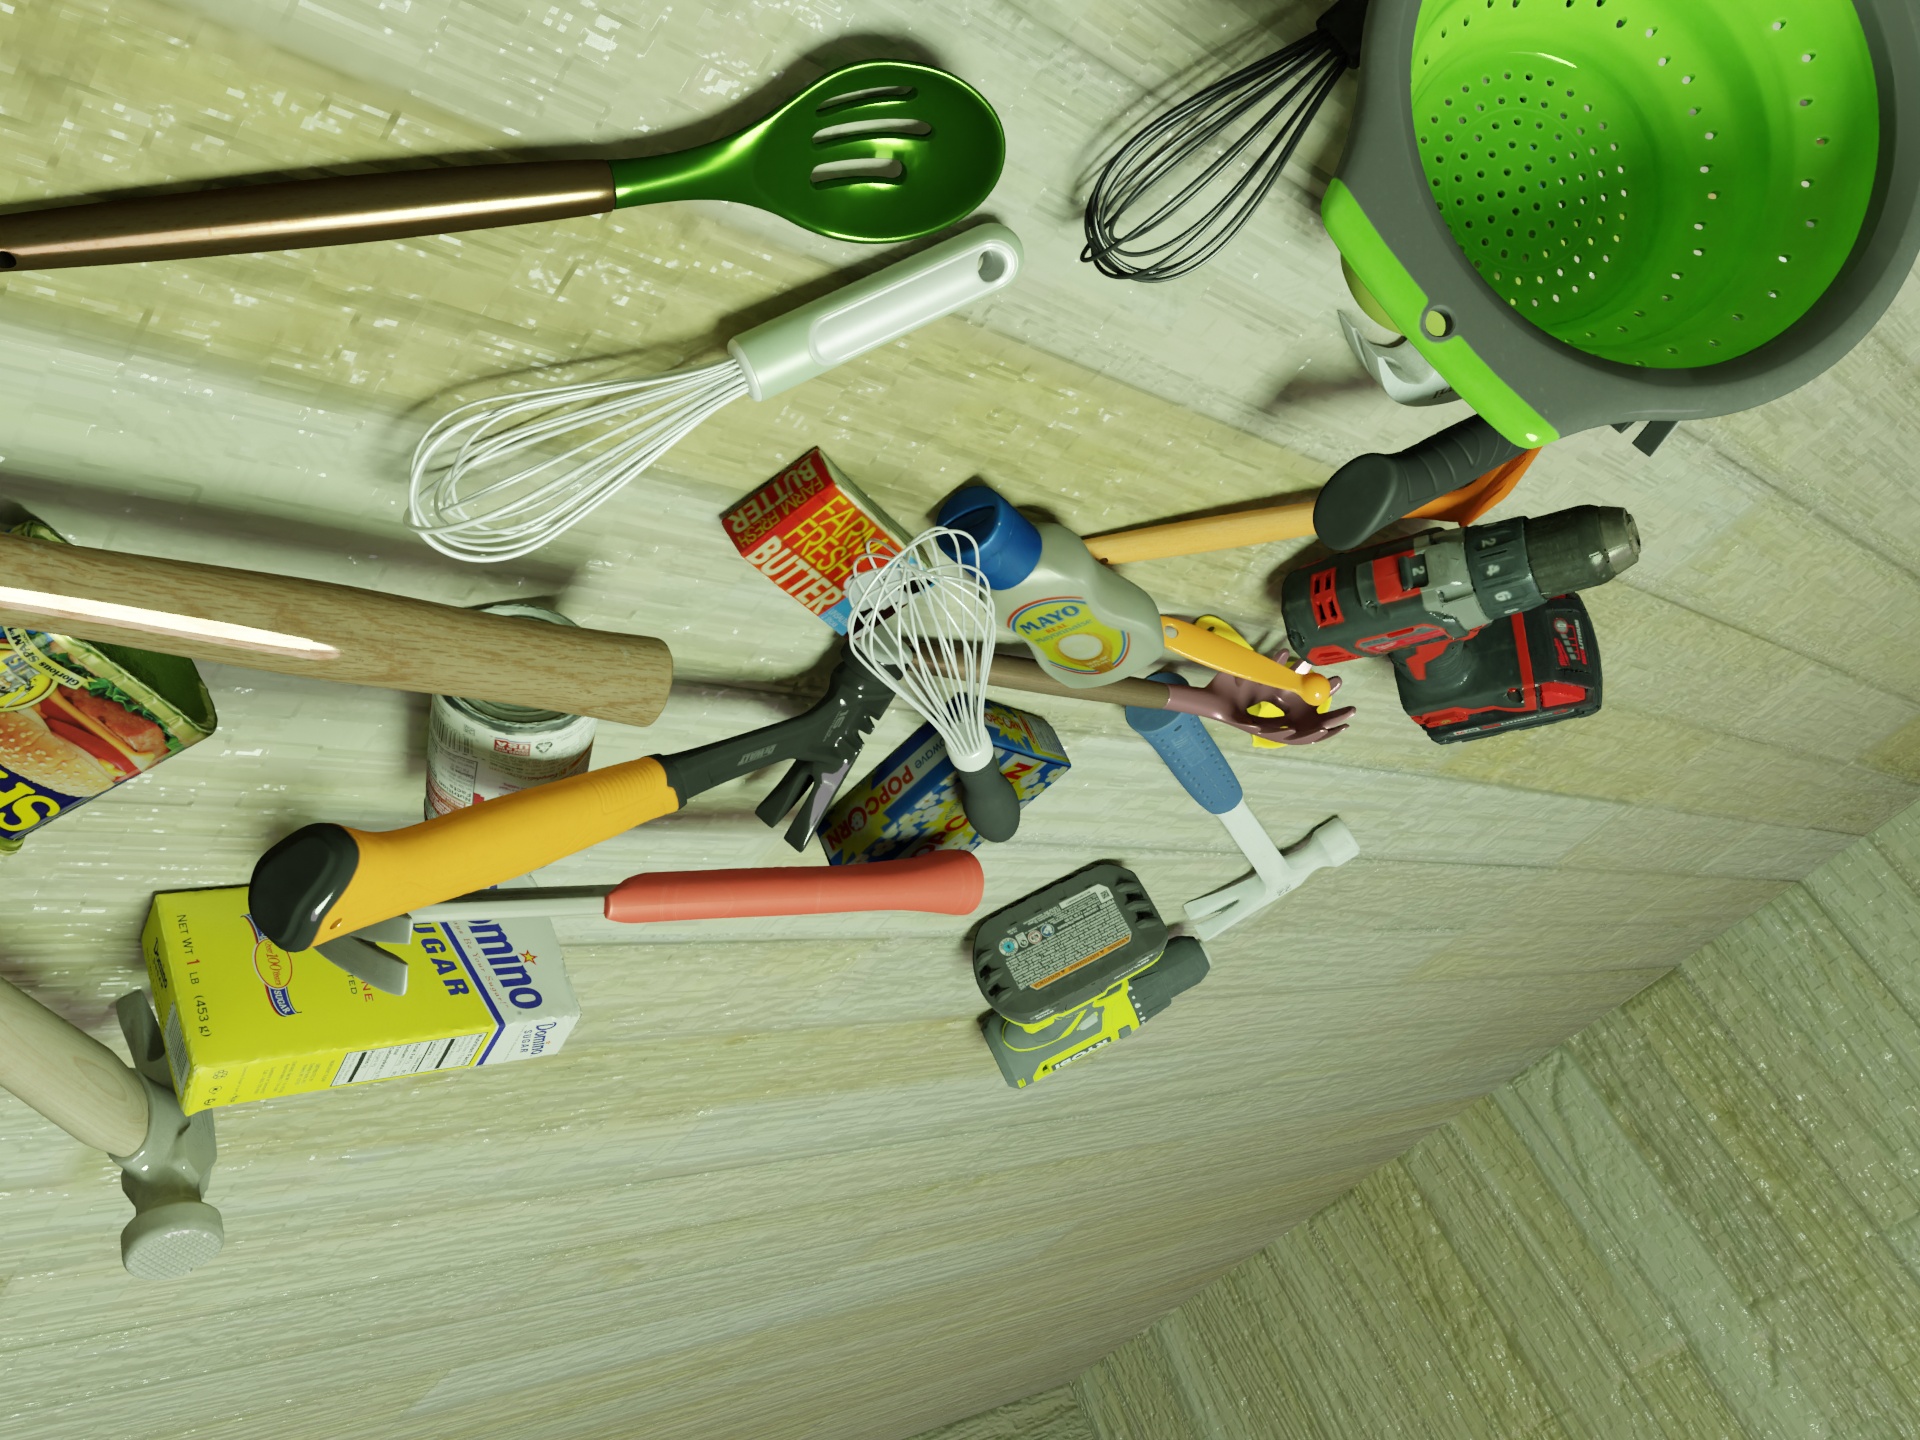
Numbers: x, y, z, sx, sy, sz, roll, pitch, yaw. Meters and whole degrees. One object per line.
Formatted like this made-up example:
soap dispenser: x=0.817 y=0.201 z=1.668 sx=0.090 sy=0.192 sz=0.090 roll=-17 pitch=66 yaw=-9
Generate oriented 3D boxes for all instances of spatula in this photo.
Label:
spatula: x=0.199 y=-0.117 z=0.853 sx=0.322 sy=0.041 sz=0.081 roll=-11 pitch=148 yaw=-22

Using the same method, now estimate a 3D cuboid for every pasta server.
pasta server: x=0.094 y=-0.021 z=0.871 sx=0.316 sy=0.060 sz=0.040 roll=7 pitch=140 yaw=-35

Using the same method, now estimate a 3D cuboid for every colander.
colander: x=0.274 y=-0.254 z=0.557 sx=0.397 sy=0.204 sz=0.094 roll=-44 pitch=-173 yaw=-8

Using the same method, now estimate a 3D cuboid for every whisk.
whisk: x=-0.085 y=-0.123 z=0.573 sx=0.246 sy=0.059 sz=0.057 roll=-27 pitch=124 yaw=-11
whisk: x=-0.002 y=-0.002 z=0.762 sx=0.070 sy=0.070 sz=0.284 roll=-27 pitch=151 yaw=-4
whisk: x=0.137 y=-0.245 z=0.572 sx=0.239 sy=0.055 sz=0.055 roll=-41 pitch=149 yaw=12

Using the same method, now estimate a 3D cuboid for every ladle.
ladle: x=0.292 y=-0.227 z=0.685 sx=0.320 sy=0.062 sz=0.078 roll=-23 pitch=149 yaw=-28

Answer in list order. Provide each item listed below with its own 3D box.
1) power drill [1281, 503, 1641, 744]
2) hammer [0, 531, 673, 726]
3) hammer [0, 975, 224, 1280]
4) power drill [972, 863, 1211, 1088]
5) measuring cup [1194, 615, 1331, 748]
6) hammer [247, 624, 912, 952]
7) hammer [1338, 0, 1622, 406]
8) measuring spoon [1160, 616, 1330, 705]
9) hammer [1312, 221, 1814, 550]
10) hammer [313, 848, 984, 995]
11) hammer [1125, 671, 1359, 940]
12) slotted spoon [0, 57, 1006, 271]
power drill: x=0.311 y=-0.059 z=0.925 sx=0.188 sy=0.080 sz=0.226 roll=-15 pitch=160 yaw=31
hammer: x=-0.237 y=-0.032 z=0.508 sx=0.331 sy=0.031 sz=0.130 roll=10 pitch=98 yaw=-44
hammer: x=-0.393 y=0.063 z=0.558 sx=0.038 sy=0.146 sz=0.410 roll=-27 pitch=141 yaw=-6
power drill: x=0.101 y=0.192 z=1.202 sx=0.190 sy=0.080 sz=0.228 roll=-26 pitch=154 yaw=-4
measuring cup: x=0.176 y=-0.032 z=0.972 sx=0.062 sy=0.029 sz=0.156 roll=-40 pitch=137 yaw=12
hammer: x=-0.142 y=0.036 z=0.658 sx=0.337 sy=0.034 sz=0.127 roll=-19 pitch=145 yaw=-58
hammer: x=0.246 y=-0.258 z=0.659 sx=0.128 sy=0.033 sz=0.330 roll=-20 pitch=150 yaw=-18
measuring spoon: x=0.157 y=-0.035 z=0.892 sx=0.117 sy=0.021 sz=0.011 roll=20 pitch=155 yaw=-12
hammer: x=0.296 y=-0.154 z=0.797 sx=0.335 sy=0.035 sz=0.146 roll=-27 pitch=154 yaw=-30
hammer: x=-0.127 y=0.086 z=0.764 sx=0.358 sy=0.149 sz=0.036 roll=3 pitch=96 yaw=-40
hammer: x=0.182 y=0.063 z=1.107 sx=0.144 sy=0.035 sz=0.405 roll=-33 pitch=151 yaw=7
slotted spoon: x=-0.133 y=-0.163 z=0.486 sx=0.313 sy=0.031 sz=0.070 roll=-14 pitch=148 yaw=-21
